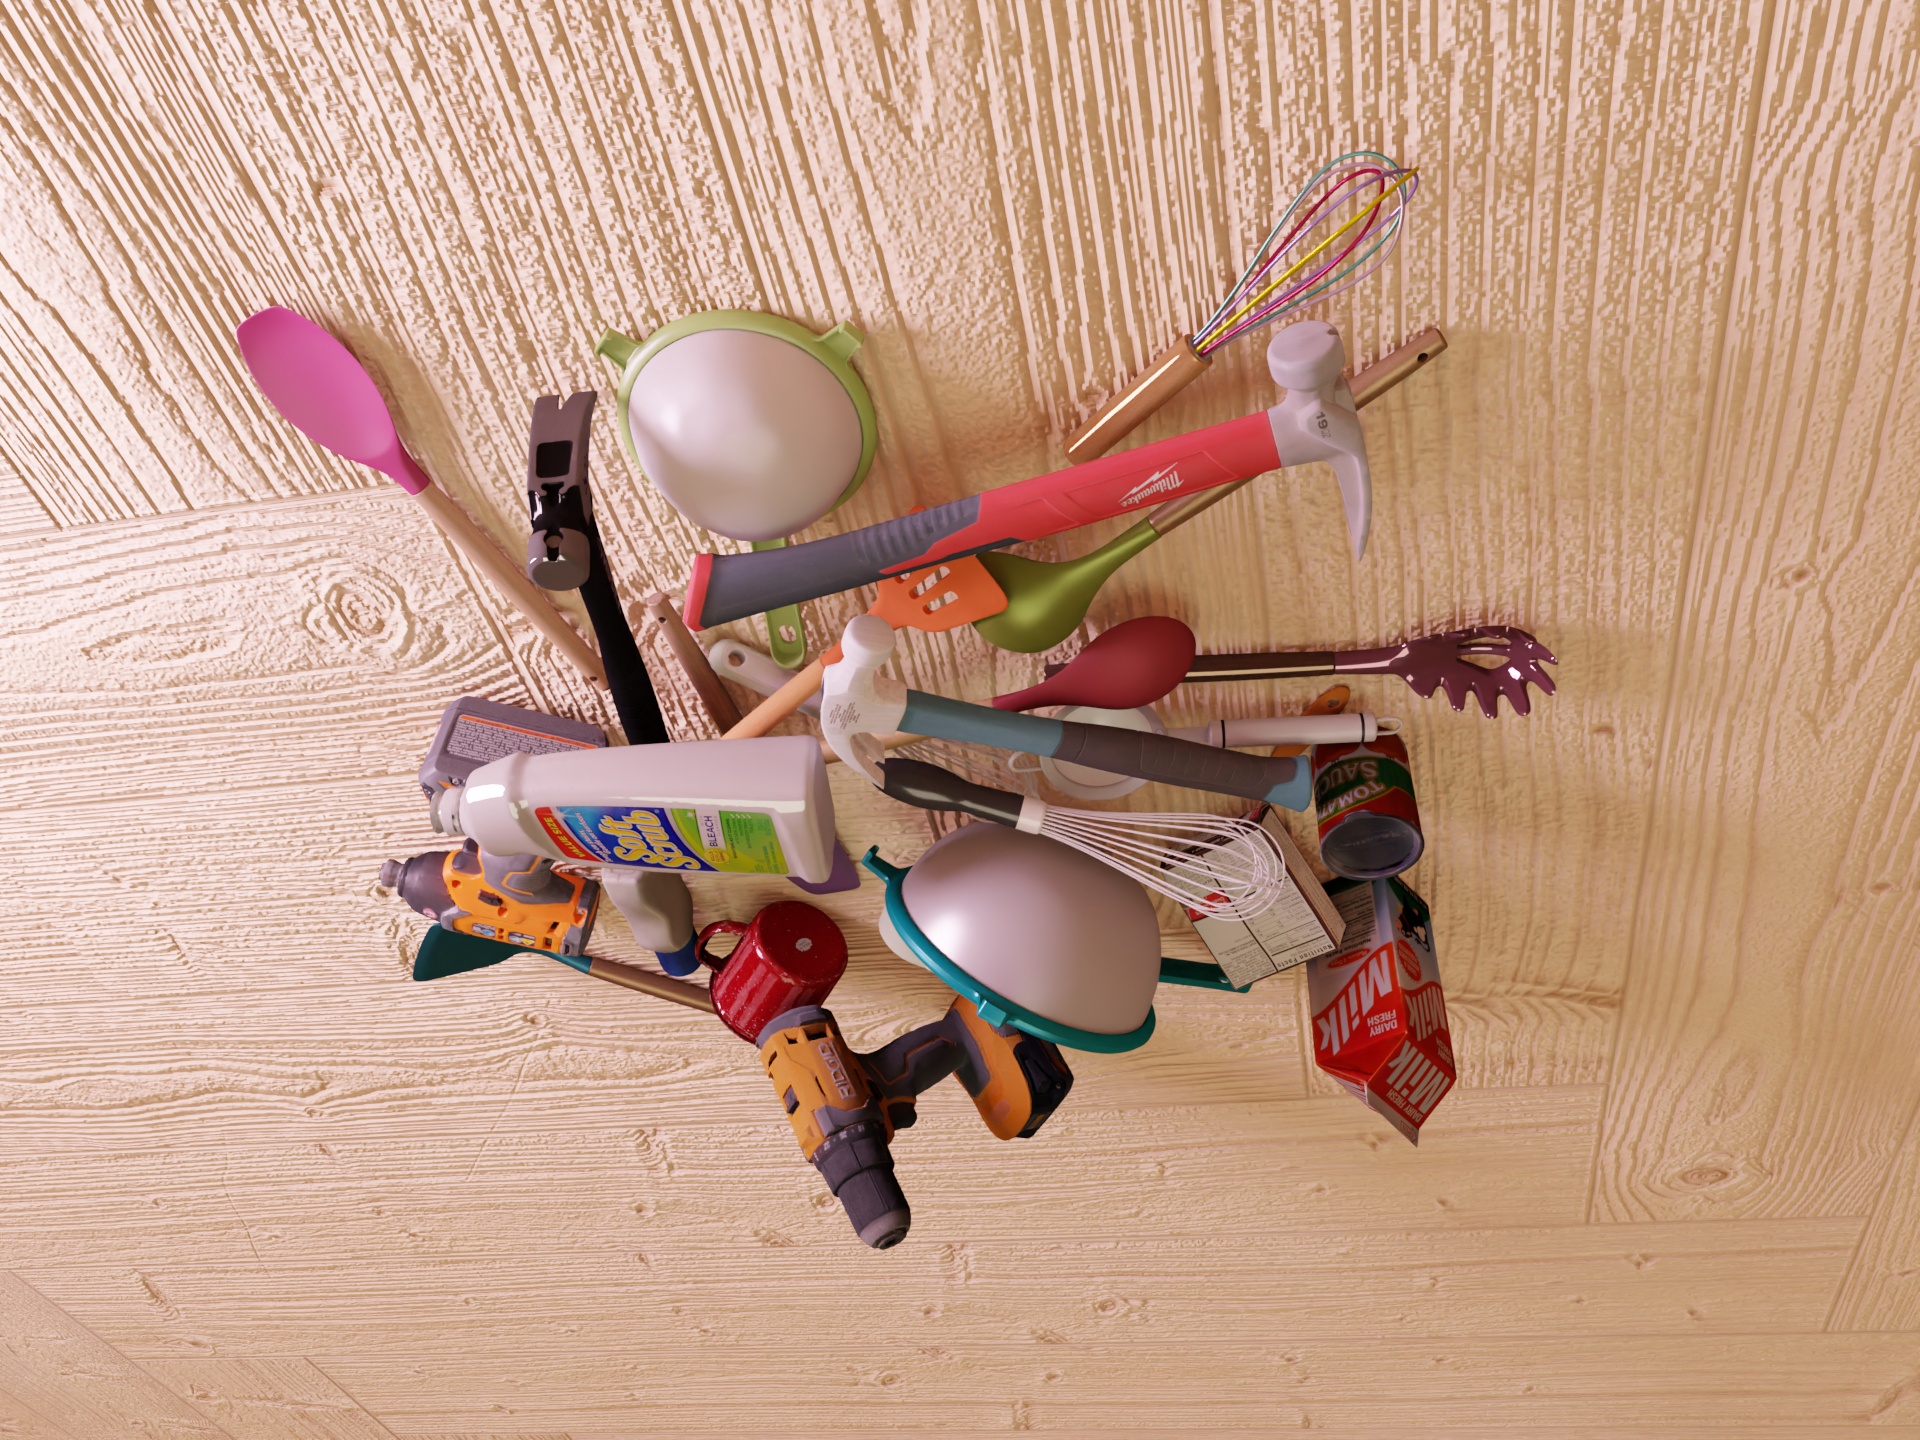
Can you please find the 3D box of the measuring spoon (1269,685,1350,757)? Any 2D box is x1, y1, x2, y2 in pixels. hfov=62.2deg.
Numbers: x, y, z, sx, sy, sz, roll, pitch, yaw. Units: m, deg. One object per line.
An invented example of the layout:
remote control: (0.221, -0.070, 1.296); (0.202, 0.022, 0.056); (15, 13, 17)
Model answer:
measuring spoon: (0.228, 0.016, 1.074); (0.021, 0.011, 0.116); (20, 134, -14)

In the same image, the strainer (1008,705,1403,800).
strainer: (0.161, 0.010, 1.050); (0.258, 0.050, 0.086); (-3, 125, 5)

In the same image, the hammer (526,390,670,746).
hammer: (-0.215, -0.055, 0.988); (0.035, 0.146, 0.334); (-7, 147, -3)

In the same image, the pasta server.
pasta server: (0.210, -0.031, 1.010); (0.316, 0.040, 0.060); (-2, 123, 9)

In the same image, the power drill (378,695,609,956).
power drill: (-0.340, 0.084, 1.155); (0.164, 0.084, 0.226); (14, 139, -7)

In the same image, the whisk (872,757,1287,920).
whisk: (0.077, 0.071, 1.047); (0.284, 0.070, 0.070); (16, 135, 0)

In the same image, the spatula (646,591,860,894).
spatula: (-0.148, 0.028, 1.120); (0.060, 0.018, 0.315); (-10, 135, 15)

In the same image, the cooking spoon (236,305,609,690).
cooking spoon: (-0.315, -0.125, 0.980); (0.069, 0.017, 0.318); (-18, 130, 24)

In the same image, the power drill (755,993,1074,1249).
power drill: (-0.024, 0.292, 1.208); (0.226, 0.186, 0.084); (-4, 139, -37)

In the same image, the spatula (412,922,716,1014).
spatula: (-0.283, 0.219, 1.311); (0.317, 0.044, 0.082); (19, 130, -15)

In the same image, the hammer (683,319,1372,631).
hammer: (0.030, -0.102, 0.883); (0.386, 0.038, 0.143); (-14, 135, 13)

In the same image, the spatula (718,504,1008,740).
spatula: (-0.103, -0.019, 1.009); (0.322, 0.041, 0.081); (-38, 100, 27)

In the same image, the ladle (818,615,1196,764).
ladle: (-0.002, -0.003, 1.020); (0.315, 0.031, 0.069); (-15, 132, 16)

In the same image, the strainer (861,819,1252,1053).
strainer: (0.110, 0.141, 1.138); (0.340, 0.211, 0.095); (14, 111, -37)

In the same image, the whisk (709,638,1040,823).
whisk: (-0.055, 0.005, 1.069); (0.246, 0.058, 0.059); (25, 164, -13)

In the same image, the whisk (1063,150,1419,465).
whisk: (0.139, -0.208, 0.834); (0.051, 0.047, 0.245); (31, 133, -26)

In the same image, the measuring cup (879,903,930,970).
measuring cup: (0.024, 0.150, 1.195); (0.167, 0.083, 0.038); (6, 126, -13)

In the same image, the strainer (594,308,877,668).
strainer: (-0.122, -0.113, 0.936); (0.151, 0.069, 0.256); (0, 134, 6)

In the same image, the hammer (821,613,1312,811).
hammer: (0.073, 0.013, 0.993); (0.331, 0.033, 0.128); (11, 141, -15)

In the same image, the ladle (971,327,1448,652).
ladle: (0.133, -0.134, 0.919); (0.320, 0.062, 0.078); (-32, 125, 24)
